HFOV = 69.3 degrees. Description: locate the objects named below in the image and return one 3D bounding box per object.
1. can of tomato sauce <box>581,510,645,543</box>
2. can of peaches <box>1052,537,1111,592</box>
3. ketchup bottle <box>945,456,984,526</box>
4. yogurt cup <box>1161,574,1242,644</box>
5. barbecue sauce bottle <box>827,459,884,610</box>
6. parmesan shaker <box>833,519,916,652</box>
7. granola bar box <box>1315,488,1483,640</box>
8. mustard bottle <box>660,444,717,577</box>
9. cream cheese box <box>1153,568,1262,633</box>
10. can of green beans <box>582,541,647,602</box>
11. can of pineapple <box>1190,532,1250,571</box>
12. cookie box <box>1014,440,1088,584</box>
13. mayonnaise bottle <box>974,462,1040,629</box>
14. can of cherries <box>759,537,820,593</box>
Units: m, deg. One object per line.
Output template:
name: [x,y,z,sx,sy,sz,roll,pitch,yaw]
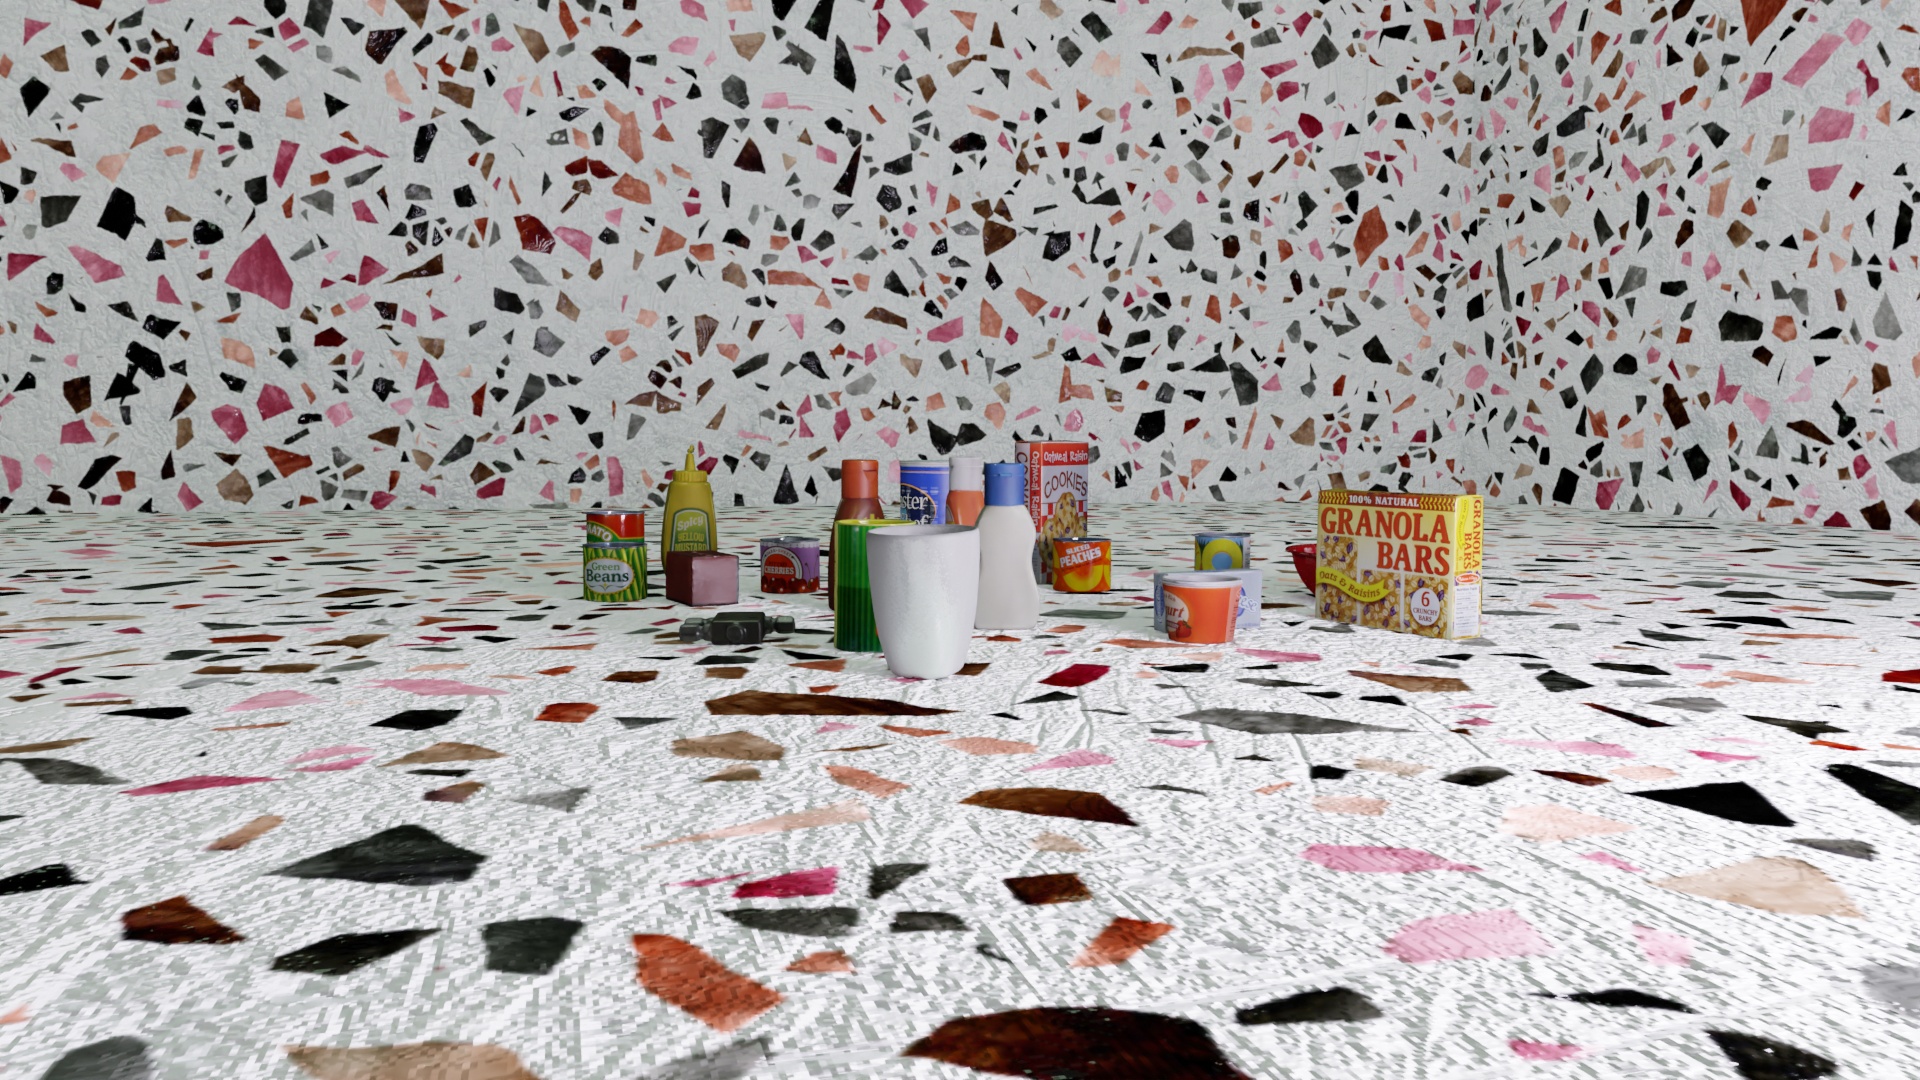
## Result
can of tomato sauce: [-0.398,0.008,1.595,0.071,0.083,0.071,0,4,0]
can of peaches: [0.135,0.027,1.551,0.071,0.058,0.071,0,4,0]
ketchup bottle: [0.006,-0.019,1.555,0.043,0.148,0.065,-1,4,-18]
yogurt cup: [0.204,0.058,1.176,0.072,0.054,0.072,0,4,0]
barbecue sauce bottle: [-0.099,-0.005,1.364,0.065,0.148,0.043,-3,5,-40]
parmesan shaker: [-0.068,0.036,1.127,0.071,0.103,0.071,0,4,0]
granola bar box: [0.392,0.018,1.250,0.039,0.124,0.165,-2,5,-29]
mustard bottle: [-0.317,-0.032,1.620,0.065,0.160,0.049,-1,4,-17]
cream cheese box: [0.222,0.053,1.240,0.104,0.053,0.024,-2,4,-24]
can of green beans: [-0.360,0.032,1.449,0.071,0.057,0.071,0,4,0]
can of pineapple: [0.308,0.021,1.644,0.071,0.058,0.071,0,4,0]
cookie box: [0.109,-0.037,1.663,0.040,0.167,0.123,3,4,31]
mayonnaise bottle: [0.039,0.005,1.244,0.065,0.148,0.041,0,4,-1]
can of cherries: [-0.188,0.027,1.525,0.071,0.058,0.071,0,4,0]
